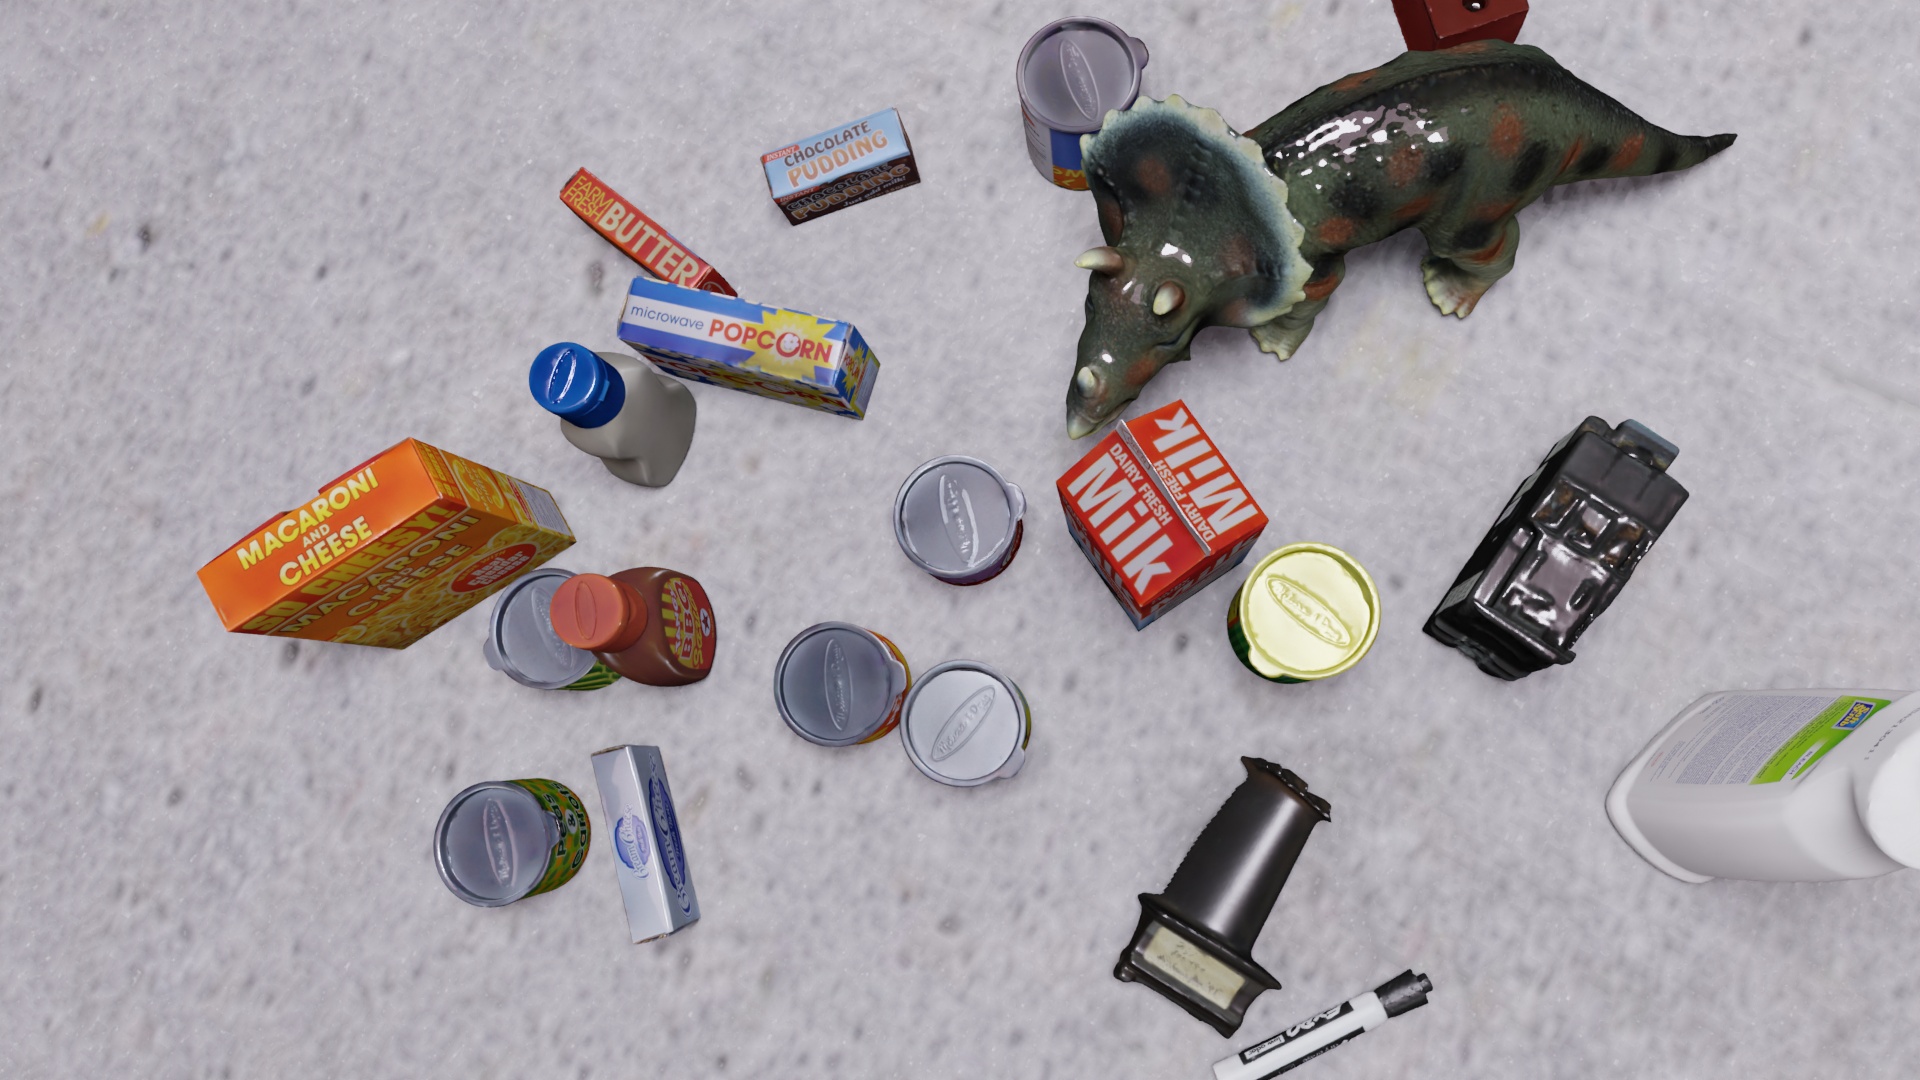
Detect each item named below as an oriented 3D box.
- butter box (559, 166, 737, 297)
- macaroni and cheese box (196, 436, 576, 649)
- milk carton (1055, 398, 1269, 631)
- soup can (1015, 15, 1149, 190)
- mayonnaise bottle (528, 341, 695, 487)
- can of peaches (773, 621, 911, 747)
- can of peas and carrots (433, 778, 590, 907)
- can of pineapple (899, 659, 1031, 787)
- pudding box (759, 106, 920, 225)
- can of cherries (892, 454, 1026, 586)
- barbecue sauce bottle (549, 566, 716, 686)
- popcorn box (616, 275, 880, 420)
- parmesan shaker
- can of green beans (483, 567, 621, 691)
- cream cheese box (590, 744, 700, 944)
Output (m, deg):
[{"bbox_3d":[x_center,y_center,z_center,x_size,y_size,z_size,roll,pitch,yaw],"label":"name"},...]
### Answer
[{"bbox_3d":[-0.181,-0.171,0.808,0.103,0.053,0.024,38,88,10],"label":"butter box"},{"bbox_3d":[-0.295,0.007,0.737,0.124,0.166,0.040,-32,80,1],"label":"macaroni and cheese box"},{"bbox_3d":[0.098,-0.010,0.683,0.073,0.190,0.072,-34,80,1],"label":"milk carton"},{"bbox_3d":[0.070,-0.242,0.775,0.071,0.083,0.071,-1,82,6],"label":"soup can"},{"bbox_3d":[-0.185,-0.070,0.745,0.041,0.148,0.065,16,84,8],"label":"mayonnaise bottle"},{"bbox_3d":[-0.060,0.079,0.755,0.071,0.058,0.071,-1,82,6],"label":"can of peaches"},{"bbox_3d":[-0.242,0.163,0.762,0.071,0.058,0.071,-1,82,6],"label":"can of peas and carrots"},{"bbox_3d":[0.005,0.100,0.745,0.071,0.058,0.071,-1,82,6],"label":"can of pineapple"},{"bbox_3d":[-0.068,-0.216,0.804,0.084,0.049,0.030,-18,81,3],"label":"pudding box"},{"bbox_3d":[0.003,-0.010,0.761,0.071,0.058,0.071,-1,82,6],"label":"can of cherries"},{"bbox_3d":[-0.169,0.043,0.726,0.044,0.148,0.065,-9,81,5],"label":"barbecue sauce bottle"},{"bbox_3d":[-0.116,-0.106,0.775,0.127,0.085,0.038,14,84,8],"label":"popcorn box"},{"bbox_3d":[0.170,0.042,0.712,0.071,0.103,0.071,-1,82,6],"label":"parmesan shaker"},{"bbox_3d":[-0.220,0.051,0.777,0.071,0.058,0.071,-1,82,6],"label":"can of green beans"},{"bbox_3d":[-0.171,0.163,0.757,0.024,0.053,0.104,-16,80,4],"label":"cream cheese box"}]
